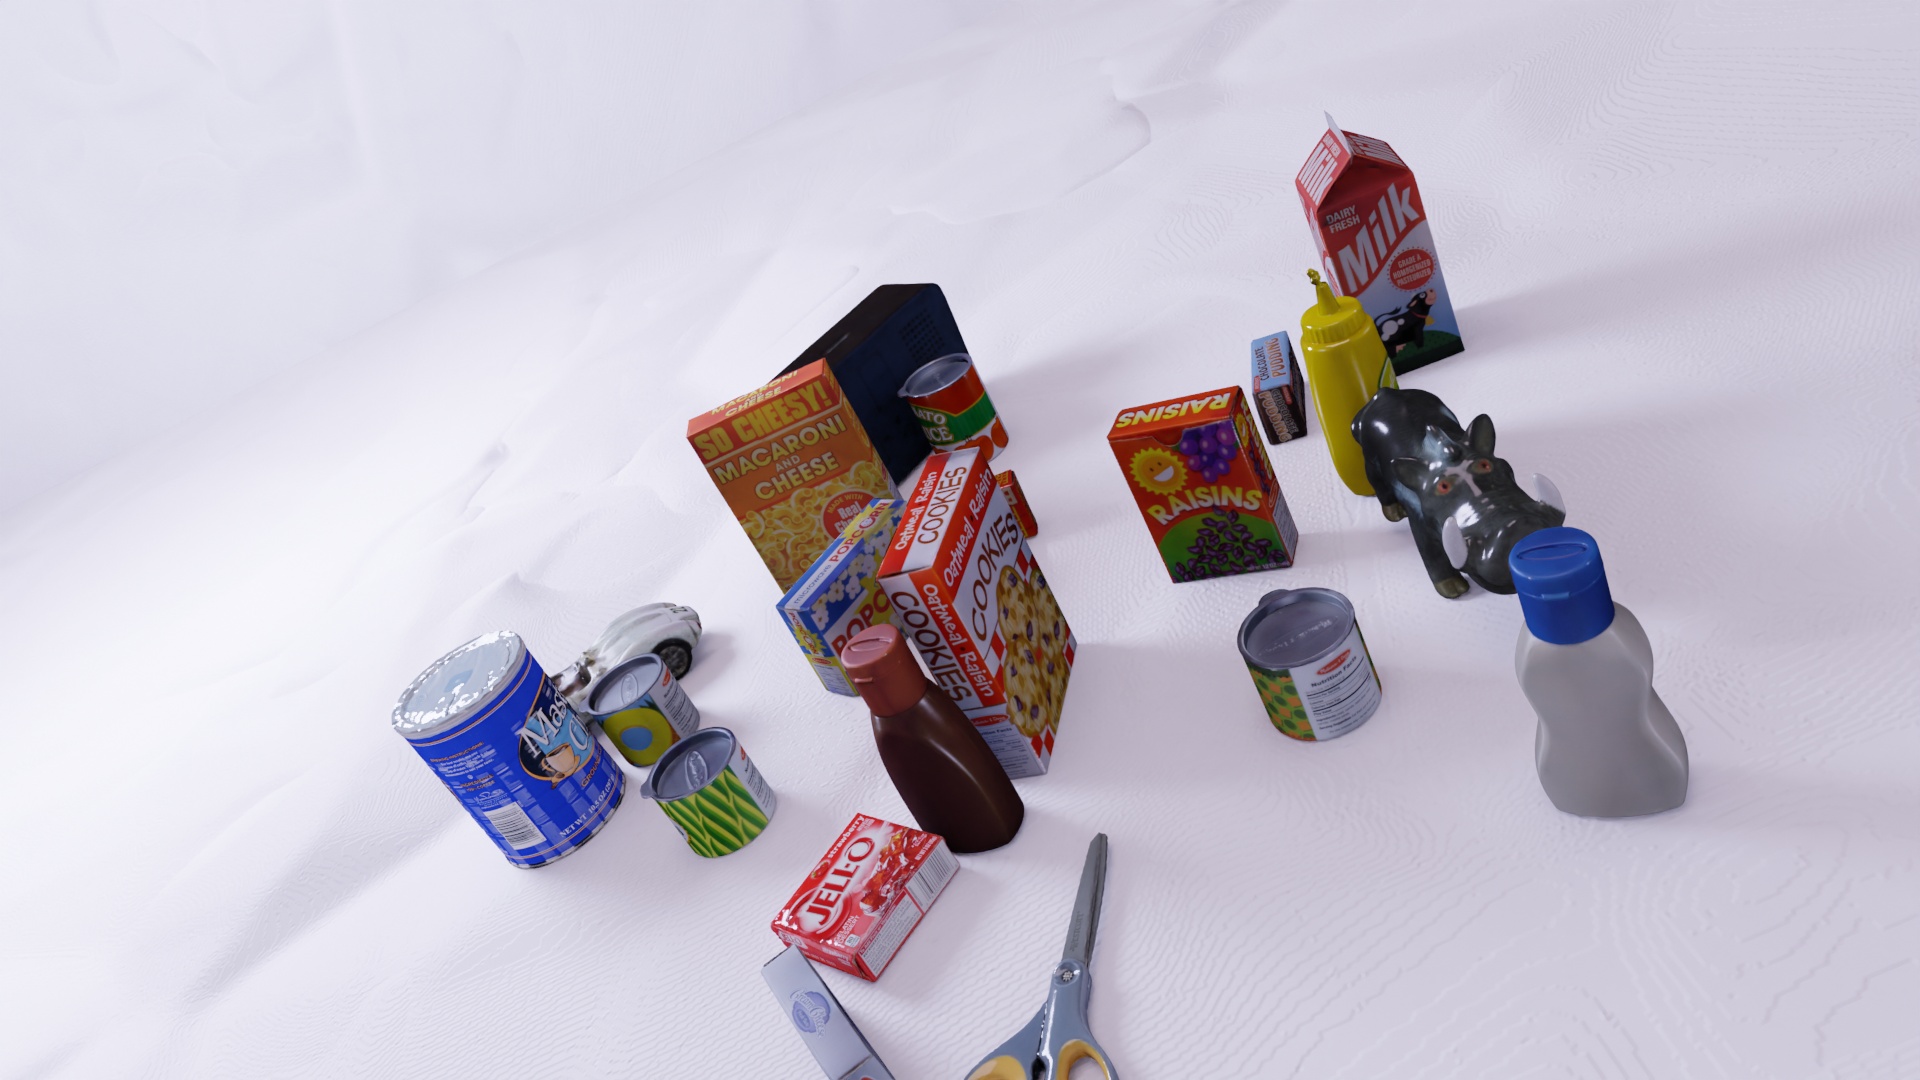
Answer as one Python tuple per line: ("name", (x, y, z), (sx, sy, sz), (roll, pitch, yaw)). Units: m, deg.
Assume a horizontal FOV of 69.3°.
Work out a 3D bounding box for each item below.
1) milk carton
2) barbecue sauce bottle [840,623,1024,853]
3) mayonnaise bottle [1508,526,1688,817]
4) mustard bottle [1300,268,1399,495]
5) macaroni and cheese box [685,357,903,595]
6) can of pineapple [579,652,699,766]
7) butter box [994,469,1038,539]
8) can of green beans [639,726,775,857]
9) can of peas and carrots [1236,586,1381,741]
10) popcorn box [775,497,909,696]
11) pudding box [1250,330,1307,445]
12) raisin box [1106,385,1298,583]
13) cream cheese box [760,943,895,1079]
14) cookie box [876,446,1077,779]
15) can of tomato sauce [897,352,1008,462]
("milk carton", (0.300, -0.218, 1.011), (0.073, 0.190, 0.073), (-21, 29, 12))
("barbecue sauce bottle", (-0.019, 0.114, 0.791), (0.065, 0.148, 0.044), (-8, 34, 32))
("mayonnaise bottle", (0.281, 0.061, 0.622), (0.064, 0.147, 0.041), (-9, 34, 31))
("mustard bottle", (0.254, -0.106, 0.901), (0.049, 0.159, 0.066), (-8, 34, 32))
("macaroni and cheese box", (-0.127, -0.050, 1.127), (0.123, 0.166, 0.040), (-24, 29, 7))
("can of pineapple", (-0.241, 0.129, 1.049), (0.071, 0.057, 0.071), (-21, 29, 13))
("butter box", (0.004, -0.013, 1.075), (0.103, 0.053, 0.024), (-19, 30, 15))
("can of green beans", (-0.165, 0.167, 0.922), (0.071, 0.057, 0.071), (-21, 29, 13))
("can of peas and carrots", (0.194, 0.068, 0.777), (0.071, 0.058, 0.071), (-21, 29, 13))
("popcorn box", (-0.069, 0.040, 1.017), (0.038, 0.085, 0.127), (1, 40, 42))
("pudding box", (0.239, -0.116, 1.044), (0.030, 0.049, 0.084), (-16, 31, 22))
("raisin box", (0.159, -0.034, 0.904), (0.086, 0.123, 0.040), (-9, 34, 31))
("cream cheese box", (-0.063, 0.253, 0.702), (0.024, 0.053, 0.104), (-36, 30, -14))
("cookie box", (0.015, 0.045, 0.854), (0.040, 0.166, 0.123), (-14, 32, 25))
("can of tomato sauce", (-0.005, -0.109, 1.206), (0.071, 0.082, 0.071), (-21, 29, 13))
